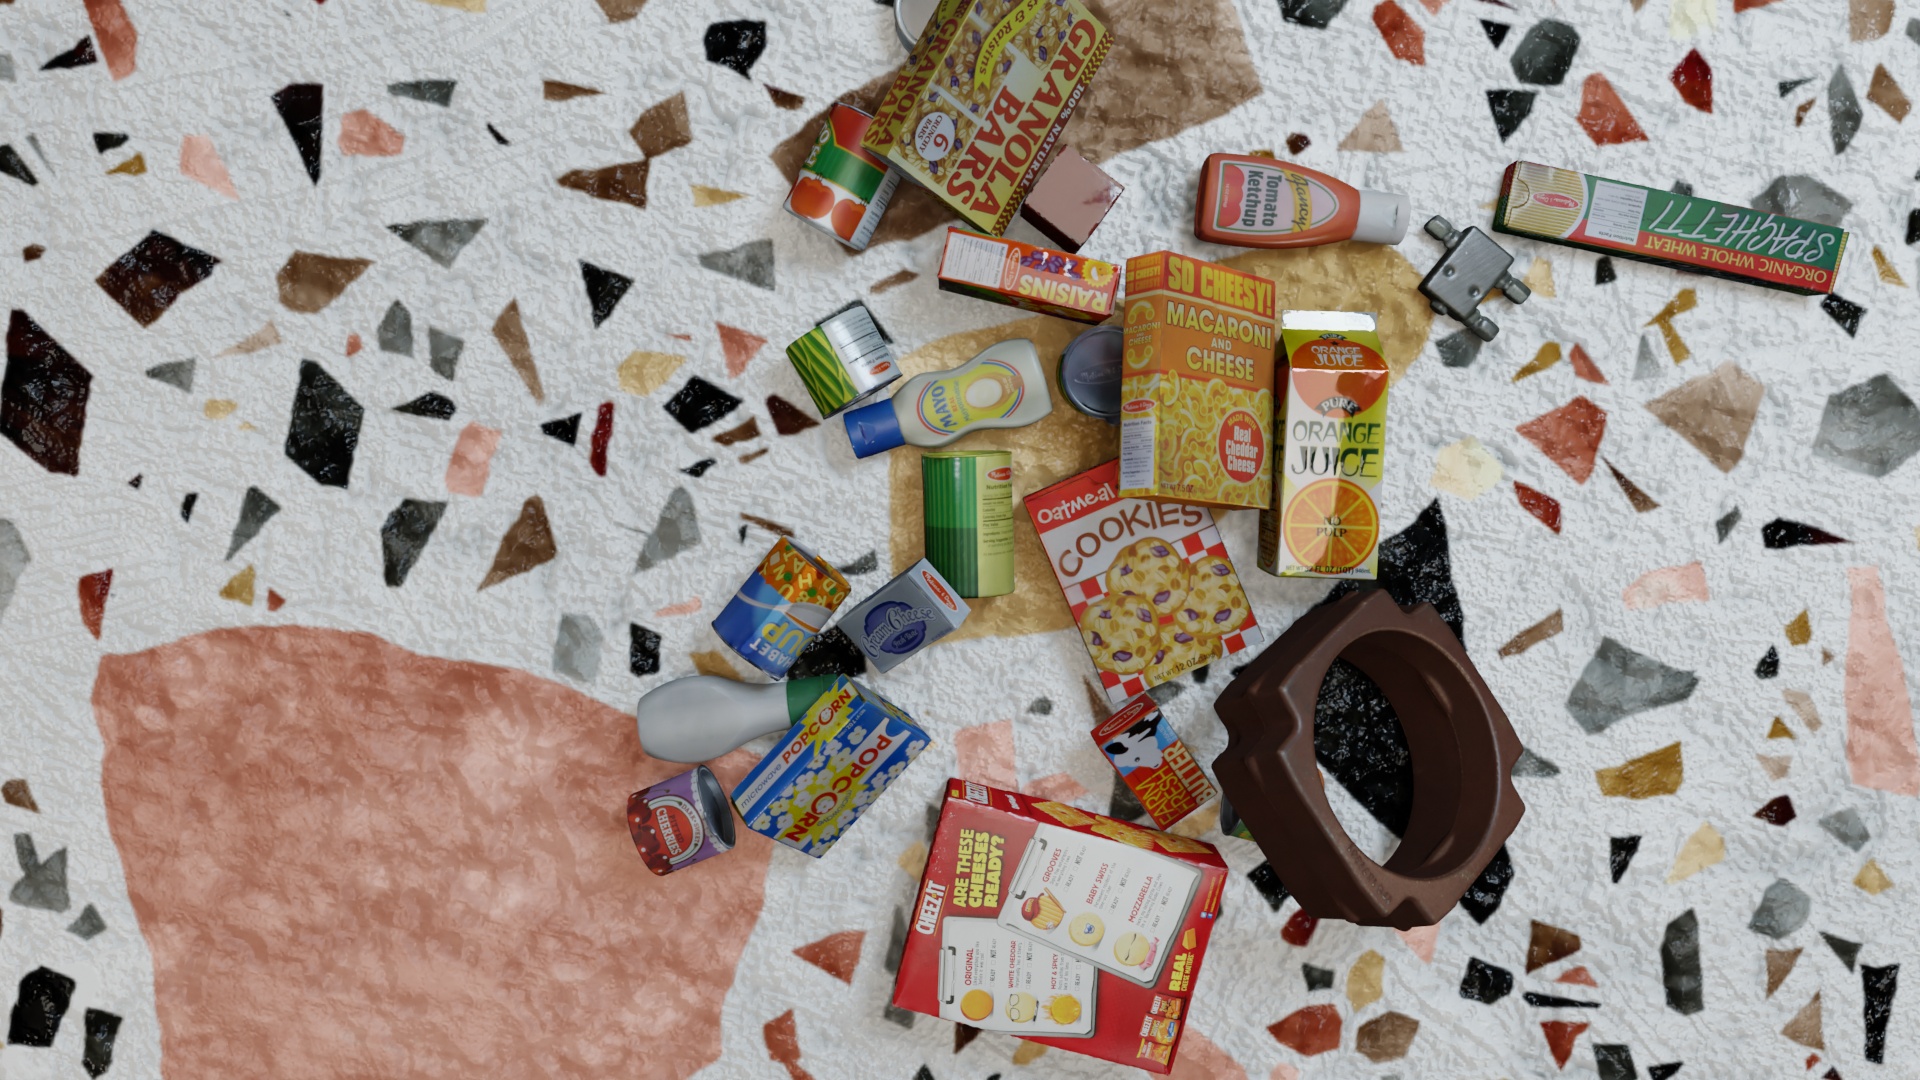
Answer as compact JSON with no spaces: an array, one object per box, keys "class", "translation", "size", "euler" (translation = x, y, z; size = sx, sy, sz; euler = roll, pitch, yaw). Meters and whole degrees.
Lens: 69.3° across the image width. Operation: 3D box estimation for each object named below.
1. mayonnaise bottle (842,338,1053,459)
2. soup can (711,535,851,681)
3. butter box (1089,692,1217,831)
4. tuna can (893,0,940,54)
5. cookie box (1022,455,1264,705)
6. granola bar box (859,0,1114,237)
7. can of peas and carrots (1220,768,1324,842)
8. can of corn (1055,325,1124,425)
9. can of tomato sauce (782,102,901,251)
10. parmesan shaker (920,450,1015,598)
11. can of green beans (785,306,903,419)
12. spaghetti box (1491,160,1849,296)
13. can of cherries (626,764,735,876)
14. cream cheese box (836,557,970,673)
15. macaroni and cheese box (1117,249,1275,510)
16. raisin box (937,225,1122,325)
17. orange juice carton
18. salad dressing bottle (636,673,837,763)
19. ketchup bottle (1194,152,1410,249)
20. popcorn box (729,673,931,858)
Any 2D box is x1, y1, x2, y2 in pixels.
[{"class":"mayonnaise bottle","translation":[-0.010,-0.098,1.016],"size":[0.148,0.041,0.064],"euler":[-18,96,0]},{"class":"soup can","translation":[-0.128,0.050,1.013],"size":[0.071,0.071,0.083],"euler":[39,93,-4]},{"class":"butter box","translation":[0.144,0.166,1.032],"size":[0.053,0.024,0.103],"euler":[-35,118,2]},{"class":"tuna can","translation":[-0.013,-0.379,0.995],"size":[0.071,0.033,0.071],"euler":[0,96,0]},{"class":"cookie box","translation":[0.134,0.020,1.029],"size":[0.123,0.040,0.167],"euler":[-23,95,1]},{"class":"granola bar box","translation":[0.020,-0.312,0.965],"size":[0.124,0.039,0.165],"euler":[26,96,-45]},{"class":"can of peas and carrots","translation":[0.232,0.193,1.031],"size":[0.059,0.071,0.071],"euler":[15,95,-3]},{"class":"can of corn","translation":[0.104,-0.119,1.007],"size":[0.071,0.058,0.071],"euler":[0,95,-1]},{"class":"can of tomato sauce","translation":[-0.081,-0.259,0.988],"size":[0.071,0.071,0.083],"euler":[28,95,-3]},{"class":"parmesan shaker","translation":[0.004,-0.013,1.009],"size":[0.071,0.071,0.103],"euler":[-1,96,-1]},{"class":"can of green beans","translation":[-0.084,-0.128,1.000],"size":[0.071,0.071,0.058],"euler":[-29,94,2]},{"class":"spaghetti box","translation":[0.519,-0.227,1.018],"size":[0.250,0.029,0.050],"euler":[11,95,-2]},{"class":"can of cherries","translation":[-0.206,0.207,1.025],"size":[0.058,0.071,0.071],"euler":[-22,95,2]},{"class":"cream cheese box","translation":[-0.042,0.056,1.006],"size":[0.053,0.103,0.024],"euler":[49,48,-6]},{"class":"macaroni and cheese box","translation":[0.167,-0.108,0.975],"size":[0.124,0.040,0.166],"euler":[5,85,-40]},{"class":"raisin box","translation":[0.047,-0.186,0.987],"size":[0.123,0.086,0.040],"euler":[12,94,-2]},{"class":"orange juice carton","translation":[0.262,-0.070,1.006],"size":[0.072,0.073,0.192],"euler":[2,95,-1]},{"class":"salad dressing bottle","translation":[-0.163,0.128,1.034],"size":[0.148,0.044,0.064],"euler":[-8,93,-2]},{"class":"ketchup bottle","translation":[0.247,-0.241,1.006],"size":[0.149,0.043,0.064],"euler":[6,95,-2]},{"class":"popcorn box","translation":[-0.095,0.167,1.018],"size":[0.126,0.038,0.085],"euler":[-47,135,3]}]
